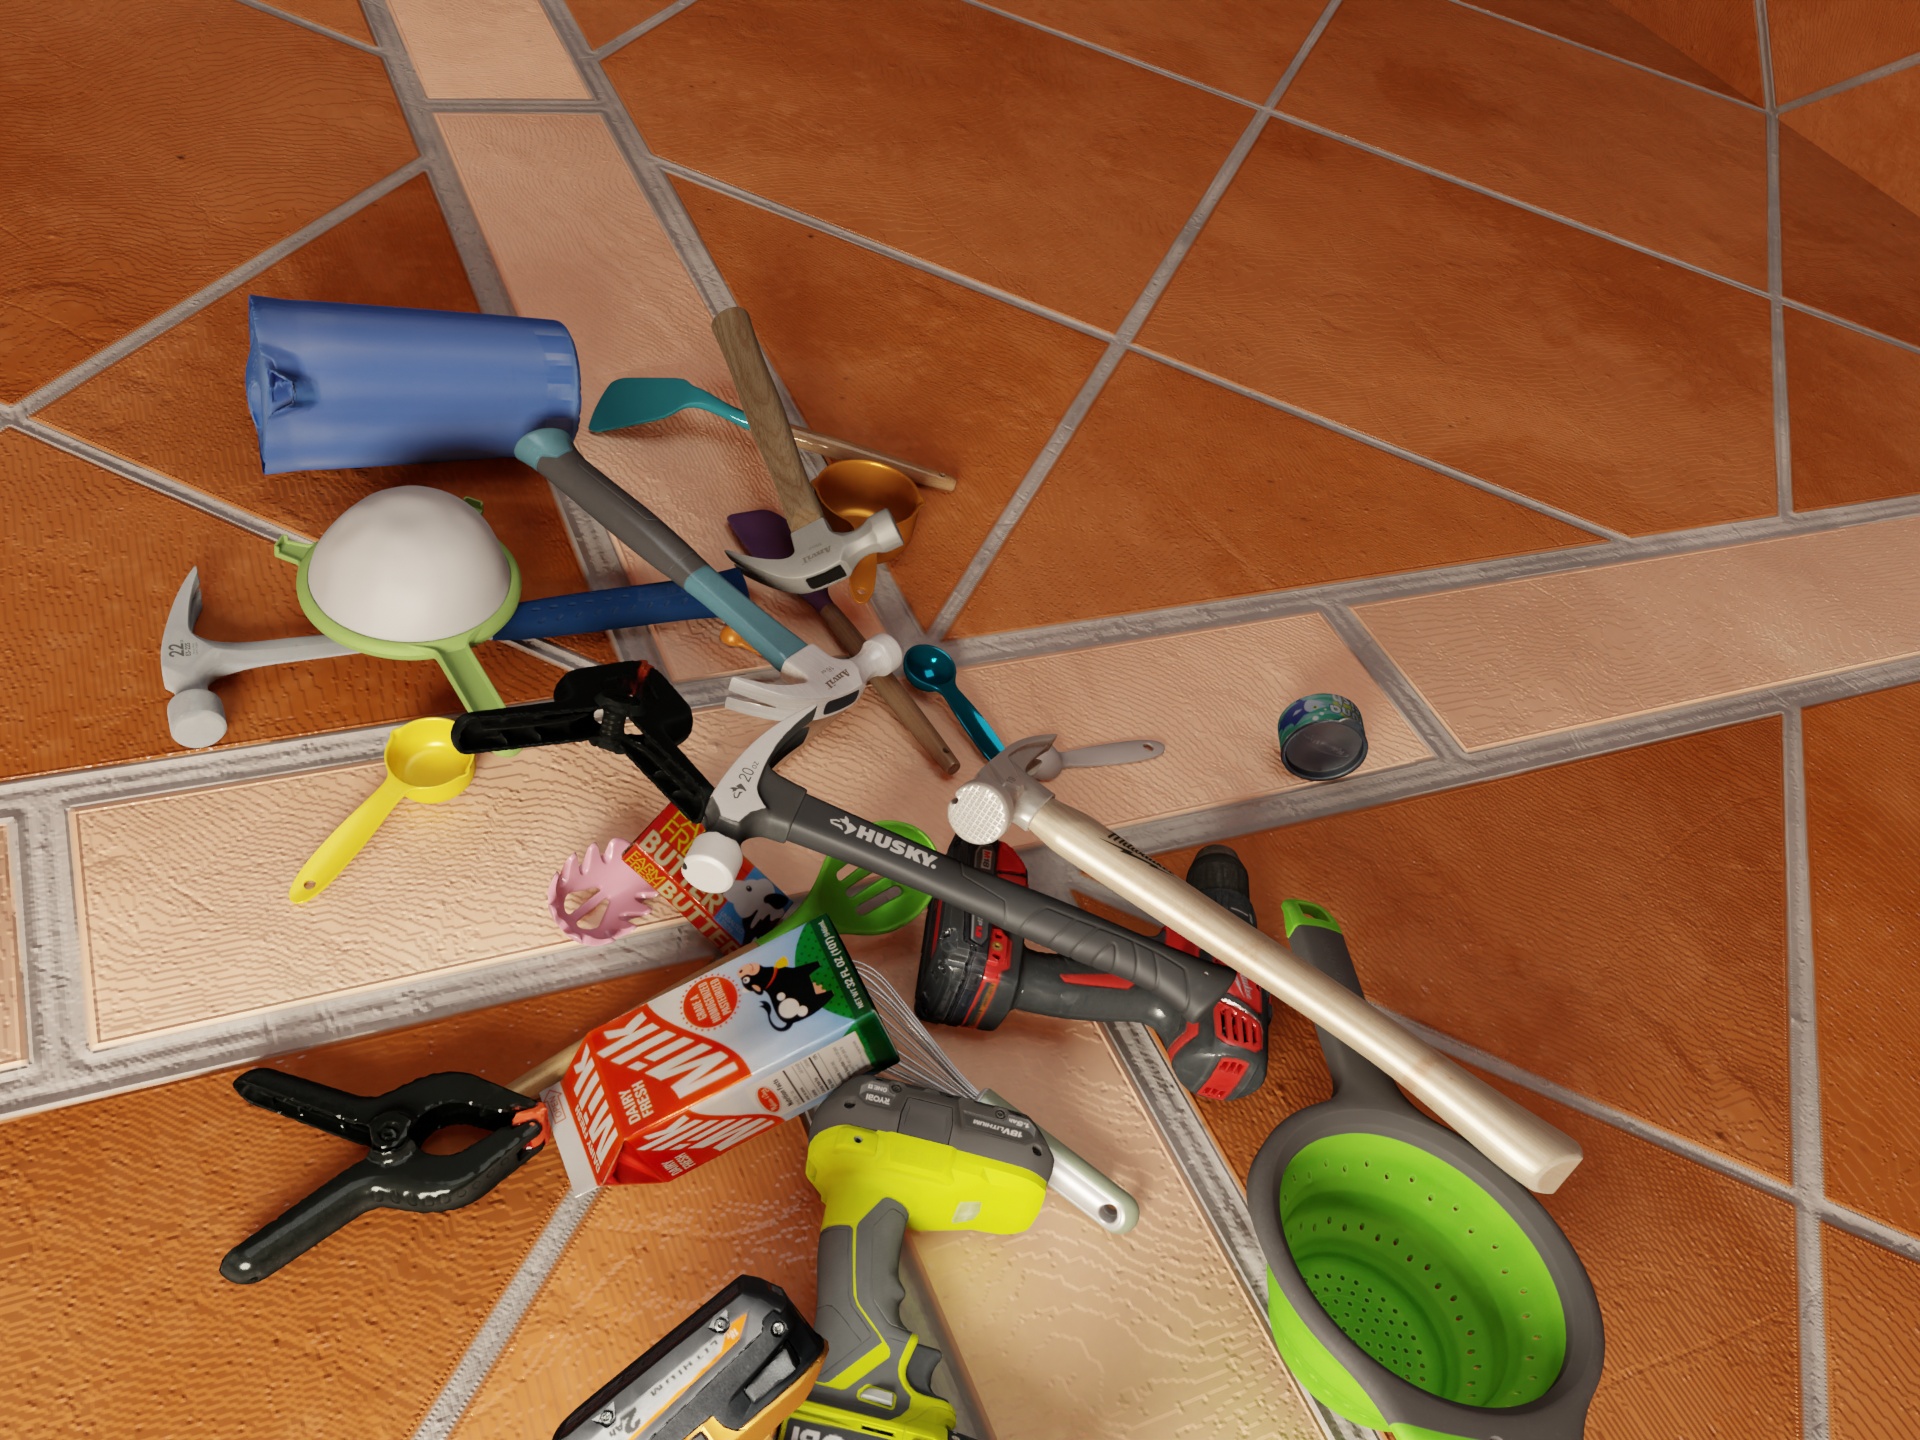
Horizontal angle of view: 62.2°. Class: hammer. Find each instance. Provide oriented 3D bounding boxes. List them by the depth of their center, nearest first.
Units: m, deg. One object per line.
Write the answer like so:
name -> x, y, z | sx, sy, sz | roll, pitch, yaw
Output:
hammer -> 0.186, 0.142, 0.960 | 0.411, 0.038, 0.146 | 34, 22, 10
hammer -> 0.011, 0.100, 0.964 | 0.334, 0.035, 0.146 | 23, 44, -2
hammer -> -0.352, -0.072, 1.144 | 0.405, 0.035, 0.144 | -10, 50, -25
hammer -> -0.204, -0.115, 1.181 | 0.331, 0.033, 0.128 | 39, 49, 15
hammer -> -0.154, -0.229, 1.301 | 0.130, 0.031, 0.332 | -26, 53, 4

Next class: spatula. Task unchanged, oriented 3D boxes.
spatula -> -0.088, -0.070, 1.232 | 0.059, 0.018, 0.316 | -14, 50, -34
spatula -> -0.158, -0.244, 1.384 | 0.317, 0.044, 0.082 | 16, 43, -7

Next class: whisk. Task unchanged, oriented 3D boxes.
whisk -> 0.003, 0.224, 0.949 | 0.246, 0.057, 0.059 | 35, 18, 12

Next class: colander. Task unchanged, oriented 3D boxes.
colander -> 0.233, 0.269, 0.942 | 0.204, 0.094, 0.398 | 13, 35, -14

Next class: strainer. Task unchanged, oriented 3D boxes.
strainer -> -0.354, -0.081, 1.077 | 0.151, 0.069, 0.257 | -18, 53, -31

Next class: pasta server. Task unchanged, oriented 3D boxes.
pasta server -> -0.162, 0.053, 1.075 | 0.060, 0.040, 0.316 | 50, 47, -2

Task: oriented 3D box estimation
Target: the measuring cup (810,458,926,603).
measuring cup -> -0.080, -0.138, 1.280 | 0.095, 0.052, 0.174 | 8, 46, -8

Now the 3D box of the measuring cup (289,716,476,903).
measuring cup -> -0.371, 0.062, 1.020 | 0.062, 0.029, 0.157 | 27, 57, 11

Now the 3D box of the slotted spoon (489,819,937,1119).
slotted spoon -> -0.145, 0.152, 0.966 | 0.314, 0.031, 0.070 | -29, 93, -27

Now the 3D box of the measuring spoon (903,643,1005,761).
measuring spoon -> -0.002, -0.004, 1.199 | 0.042, 0.021, 0.129 | -20, 64, -37

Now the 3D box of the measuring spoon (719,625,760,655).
measuring spoon -> -0.127, -0.049, 1.205 | 0.117, 0.011, 0.021 | 21, 44, 4

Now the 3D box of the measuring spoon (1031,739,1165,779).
measuring spoon -> 0.101, 0.022, 1.197 | 0.124, 0.018, 0.034 | -6, 48, -23

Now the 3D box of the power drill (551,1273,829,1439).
power drill -> -0.049, 0.357, 0.705 | 0.185, 0.084, 0.226 | -36, 85, -15

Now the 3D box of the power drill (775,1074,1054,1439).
power drill -> -0.019, 0.315, 0.830 | 0.190, 0.080, 0.229 | 14, 47, -1

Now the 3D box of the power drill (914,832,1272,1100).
power drill -> 0.094, 0.139, 1.040 | 0.226, 0.080, 0.188 | 15, 44, -6
